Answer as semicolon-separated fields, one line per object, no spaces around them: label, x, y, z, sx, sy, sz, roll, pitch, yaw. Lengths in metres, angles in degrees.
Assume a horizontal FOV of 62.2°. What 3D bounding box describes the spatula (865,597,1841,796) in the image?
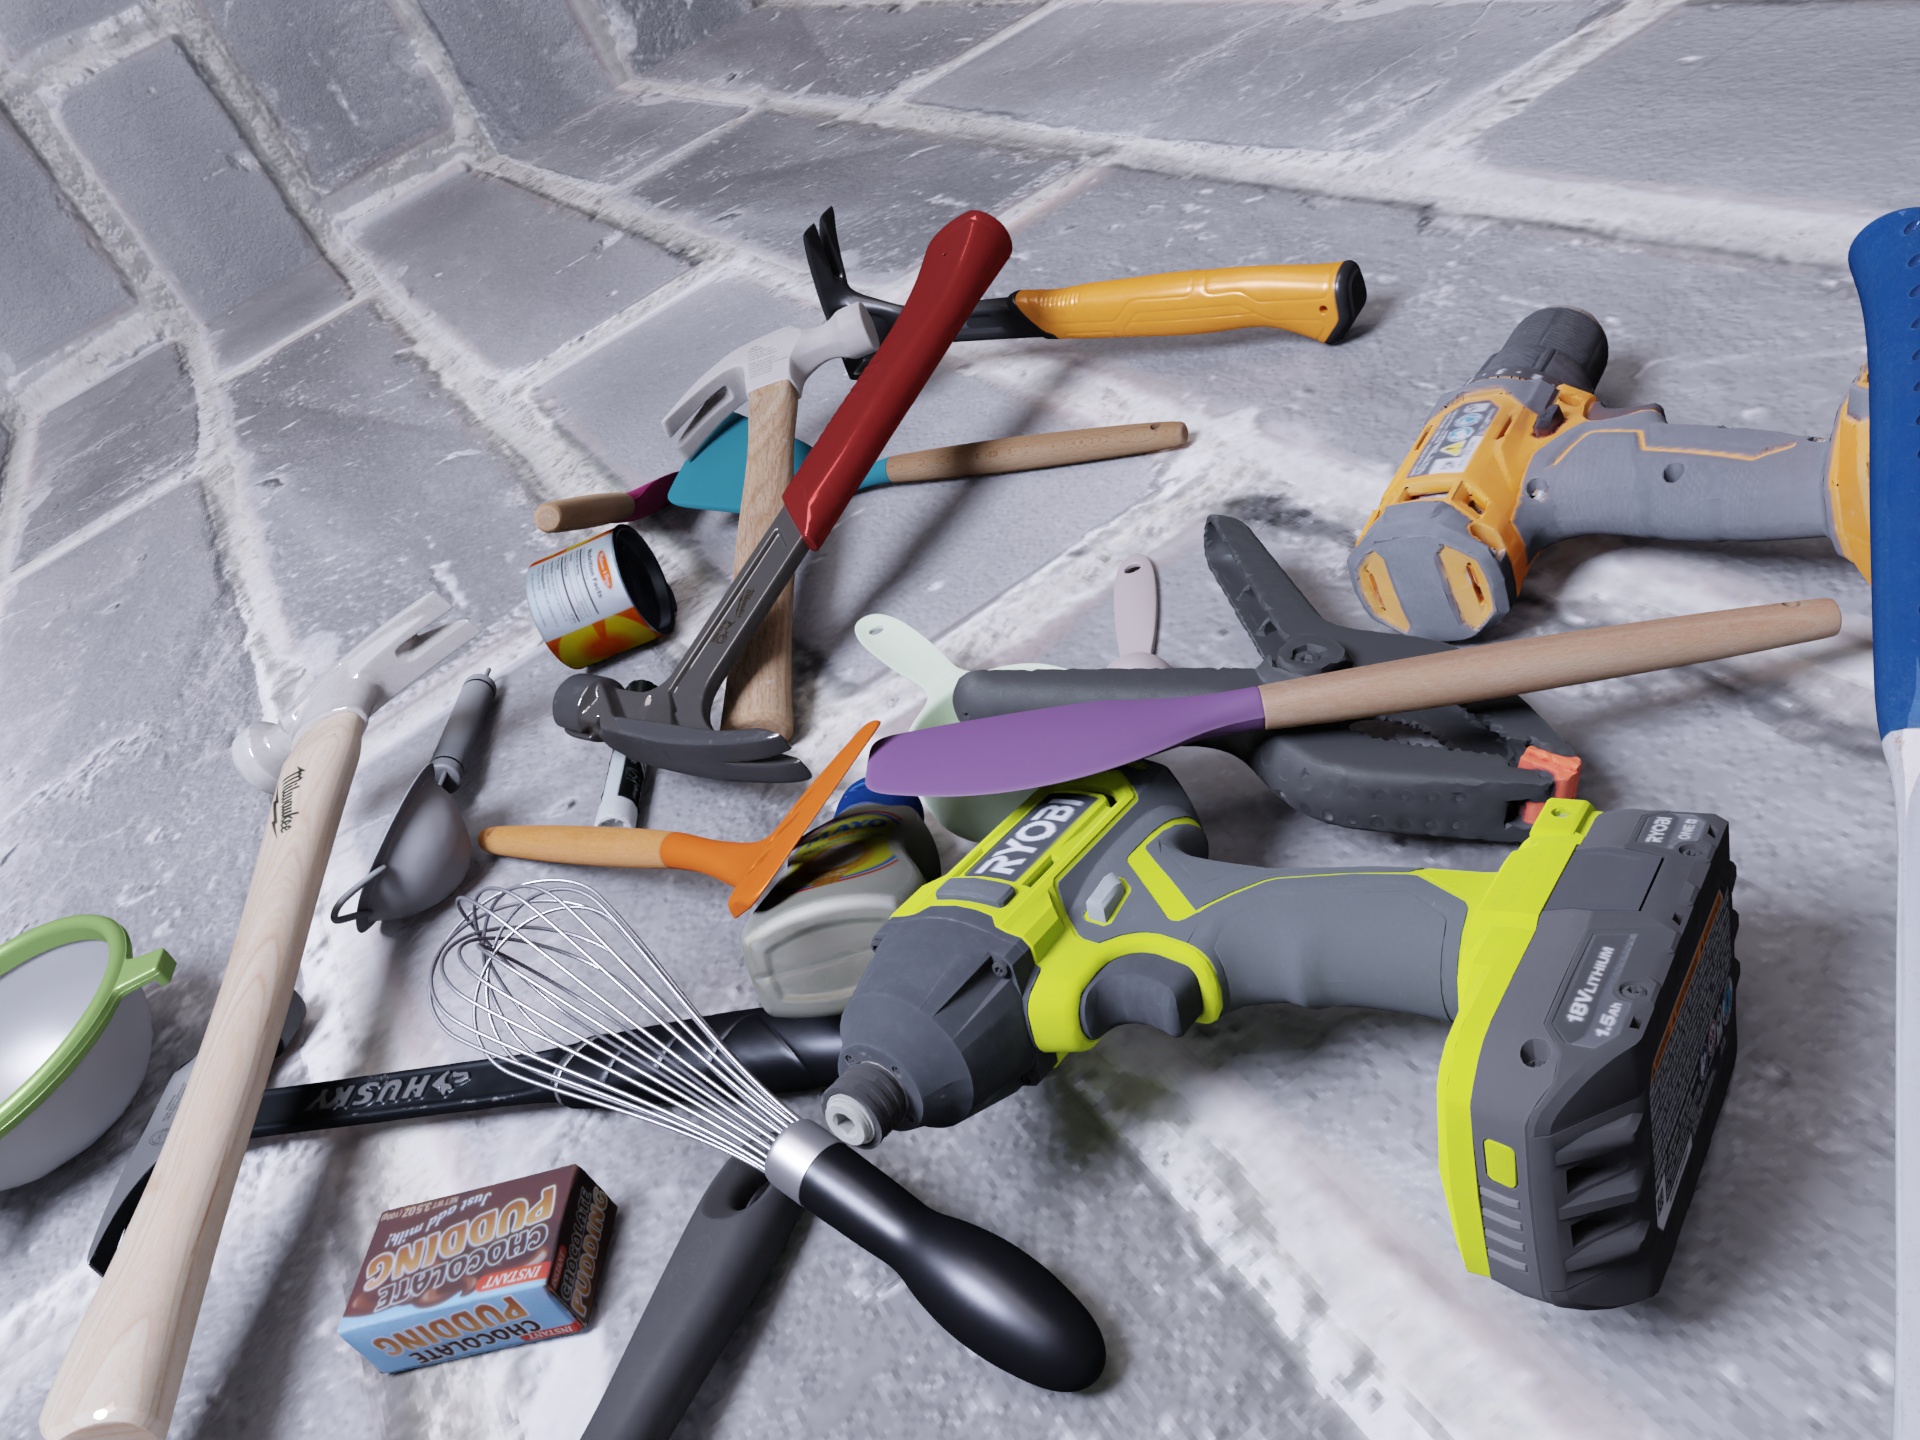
spatula;0.124;-0.007;0.519;0.316;0.018;0.060;-9;24;4

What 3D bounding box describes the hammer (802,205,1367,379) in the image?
hammer;0.062;-0.240;0.905;0.337;0.127;0.034;6;45;33

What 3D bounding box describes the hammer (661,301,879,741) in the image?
hammer;-0.107;-0.109;0.858;0.130;0.031;0.332;-18;44;14

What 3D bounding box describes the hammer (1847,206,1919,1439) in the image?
hammer;0.233;0.019;0.369;0.144;0.035;0.406;17;57;8

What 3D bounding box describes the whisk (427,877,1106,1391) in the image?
whisk;-0.071;0.122;0.502;0.285;0.070;0.070;25;58;32

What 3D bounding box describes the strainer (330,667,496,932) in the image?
strainer;-0.266;0.032;0.822;0.259;0.050;0.086;-100;32;-61

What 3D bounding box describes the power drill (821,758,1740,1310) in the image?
power drill;0.082;0.076;0.442;0.223;0.080;0.171;4;29;36

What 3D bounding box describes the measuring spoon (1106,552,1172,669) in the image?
measuring spoon;0.075;-0.045;0.699;0.034;0.018;0.124;-17;33;17

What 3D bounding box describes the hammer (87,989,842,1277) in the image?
hammer;-0.160;0.138;0.603;0.409;0.036;0.149;-12;37;23

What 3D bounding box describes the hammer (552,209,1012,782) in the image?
hammer;-0.055;-0.125;0.790;0.149;0.036;0.359;9;57;36

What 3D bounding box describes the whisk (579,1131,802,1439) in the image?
whisk;-0.109;0.226;0.428;0.073;0.073;0.296;-7;32;29

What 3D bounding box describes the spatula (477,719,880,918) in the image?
spatula;-0.135;0.047;0.656;0.323;0.041;0.081;-4;45;50

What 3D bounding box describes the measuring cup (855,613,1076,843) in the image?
measuring cup;-0.001;-0.002;0.657;0.083;0.038;0.168;-32;34;-13

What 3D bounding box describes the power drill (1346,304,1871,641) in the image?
power drill;0.277;-0.108;0.589;0.226;0.084;0.185;-1;41;43

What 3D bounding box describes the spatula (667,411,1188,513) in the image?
spatula;-0.022;-0.151;0.894;0.317;0.044;0.082;-1;49;33

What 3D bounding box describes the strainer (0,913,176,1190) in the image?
strainer;-0.465;0.160;0.762;0.256;0.069;0.151;8;49;43

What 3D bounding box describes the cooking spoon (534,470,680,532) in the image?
cooking spoon;-0.196;-0.120;0.899;0.069;0.017;0.319;-28;9;3

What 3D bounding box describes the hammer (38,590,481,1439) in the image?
hammer;-0.283;0.098;0.657;0.146;0.038;0.411;-34;35;16
